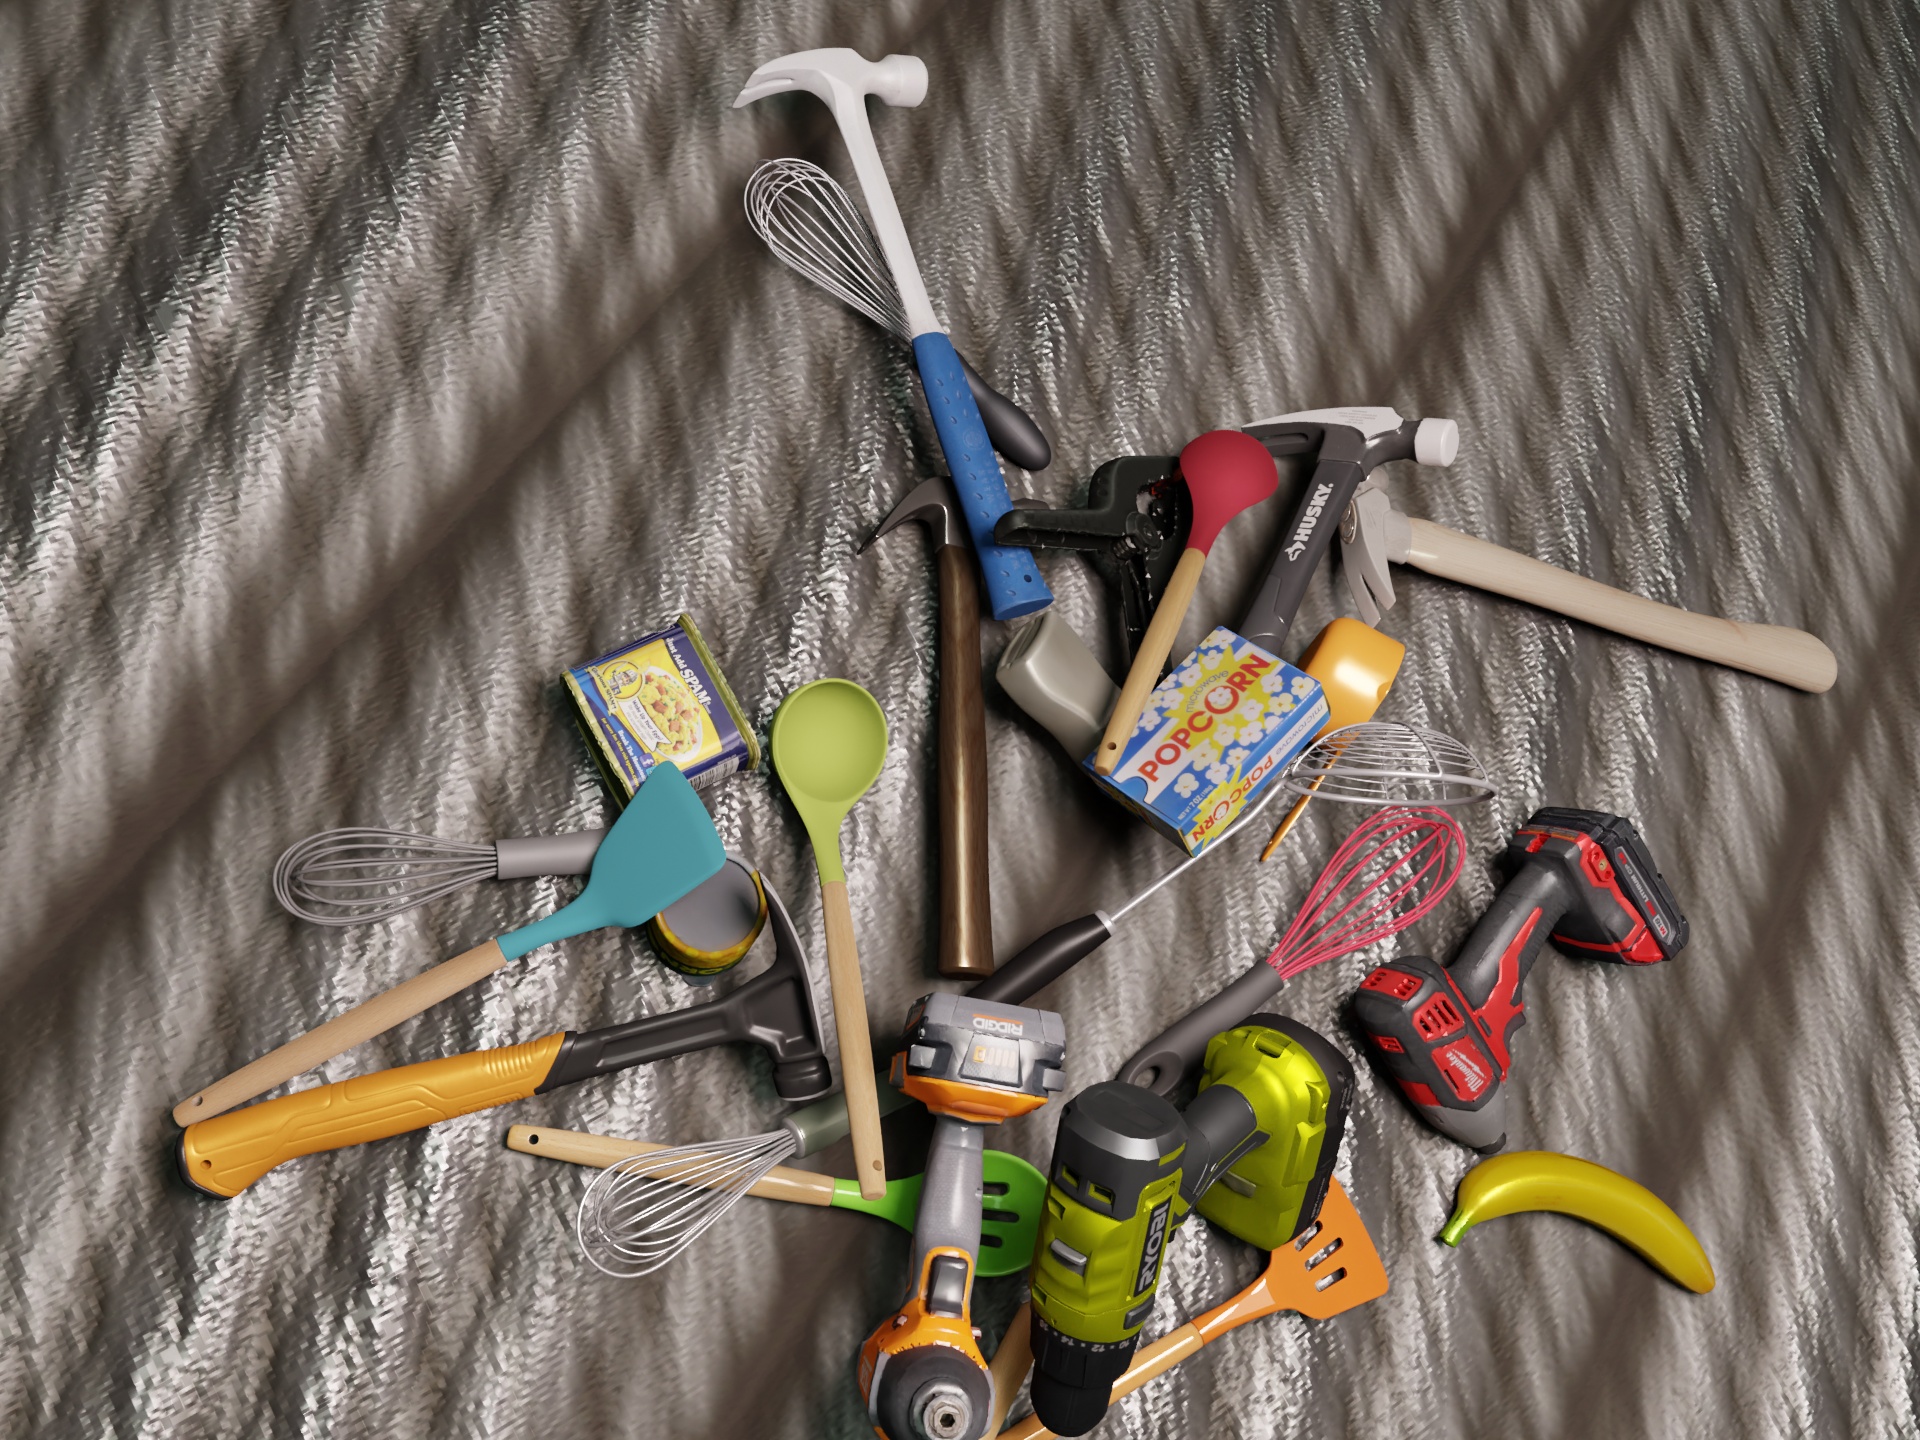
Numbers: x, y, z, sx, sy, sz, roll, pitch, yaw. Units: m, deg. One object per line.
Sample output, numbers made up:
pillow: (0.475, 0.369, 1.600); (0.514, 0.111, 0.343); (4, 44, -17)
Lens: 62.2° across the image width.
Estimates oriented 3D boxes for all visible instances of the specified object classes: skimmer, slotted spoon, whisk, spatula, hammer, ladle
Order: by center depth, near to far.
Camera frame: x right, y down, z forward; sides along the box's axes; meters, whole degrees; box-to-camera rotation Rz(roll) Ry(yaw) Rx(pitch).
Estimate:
whisk: (-0.010, 0.417, 0.842); (0.051, 0.047, 0.245); (18, 49, 23)
hammer: (-0.243, 0.182, 0.850); (0.337, 0.034, 0.127); (-14, 101, -10)
spatula: (-0.277, 0.131, 0.864); (0.317, 0.044, 0.082); (-28, 57, -13)
whisk: (-0.099, 0.235, 0.878); (0.246, 0.058, 0.059); (-17, 86, -36)
ladle: (-0.062, 0.110, 0.896); (0.078, 0.062, 0.321); (16, 44, -31)
slotted spoon: (-0.098, 0.261, 0.902); (0.313, 0.031, 0.070); (12, 68, -9)
whisk: (-0.263, 0.082, 0.907); (0.239, 0.055, 0.055); (-4, 73, -22)
spatula: (0.115, 0.370, 0.927); (0.322, 0.041, 0.081); (-24, 78, -18)
skimmer: (0.154, 0.112, 0.965); (0.363, 0.127, 0.090); (-34, 82, -6)
hammer: (-0.002, -0.003, 1.000); (0.130, 0.031, 0.331); (9, 67, -25)
ladle: (0.140, -0.087, 1.011); (0.069, 0.031, 0.316); (21, 55, 8)
whisk: (0.211, 0.149, 1.014); (0.296, 0.073, 0.073); (-36, 84, -17)
hammer: (-0.029, -0.258, 1.037); (0.144, 0.035, 0.406); (-12, 78, -35)
hammer: (0.205, -0.080, 1.053); (0.146, 0.035, 0.335); (12, 61, 34)
whisk: (-0.040, -0.276, 1.089); (0.284, 0.070, 0.070); (45, 66, -3)
hammer: (0.463, -0.079, 1.156); (0.410, 0.038, 0.146); (15, 49, -13)

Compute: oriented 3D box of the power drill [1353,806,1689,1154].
power drill: (0.363, 0.169, 1.030); (0.220, 0.078, 0.143); (-40, 107, -19)

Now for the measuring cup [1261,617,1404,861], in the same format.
measuring cup: (0.229, 0.009, 1.062); (0.052, 0.095, 0.173); (33, 84, 3)

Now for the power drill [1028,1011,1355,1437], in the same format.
power drill: (0.119, 0.267, 0.868); (0.228, 0.080, 0.190); (-14, 118, -49)

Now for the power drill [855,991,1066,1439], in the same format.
power drill: (-0.003, 0.260, 0.823); (0.084, 0.164, 0.226); (11, 76, -5)
